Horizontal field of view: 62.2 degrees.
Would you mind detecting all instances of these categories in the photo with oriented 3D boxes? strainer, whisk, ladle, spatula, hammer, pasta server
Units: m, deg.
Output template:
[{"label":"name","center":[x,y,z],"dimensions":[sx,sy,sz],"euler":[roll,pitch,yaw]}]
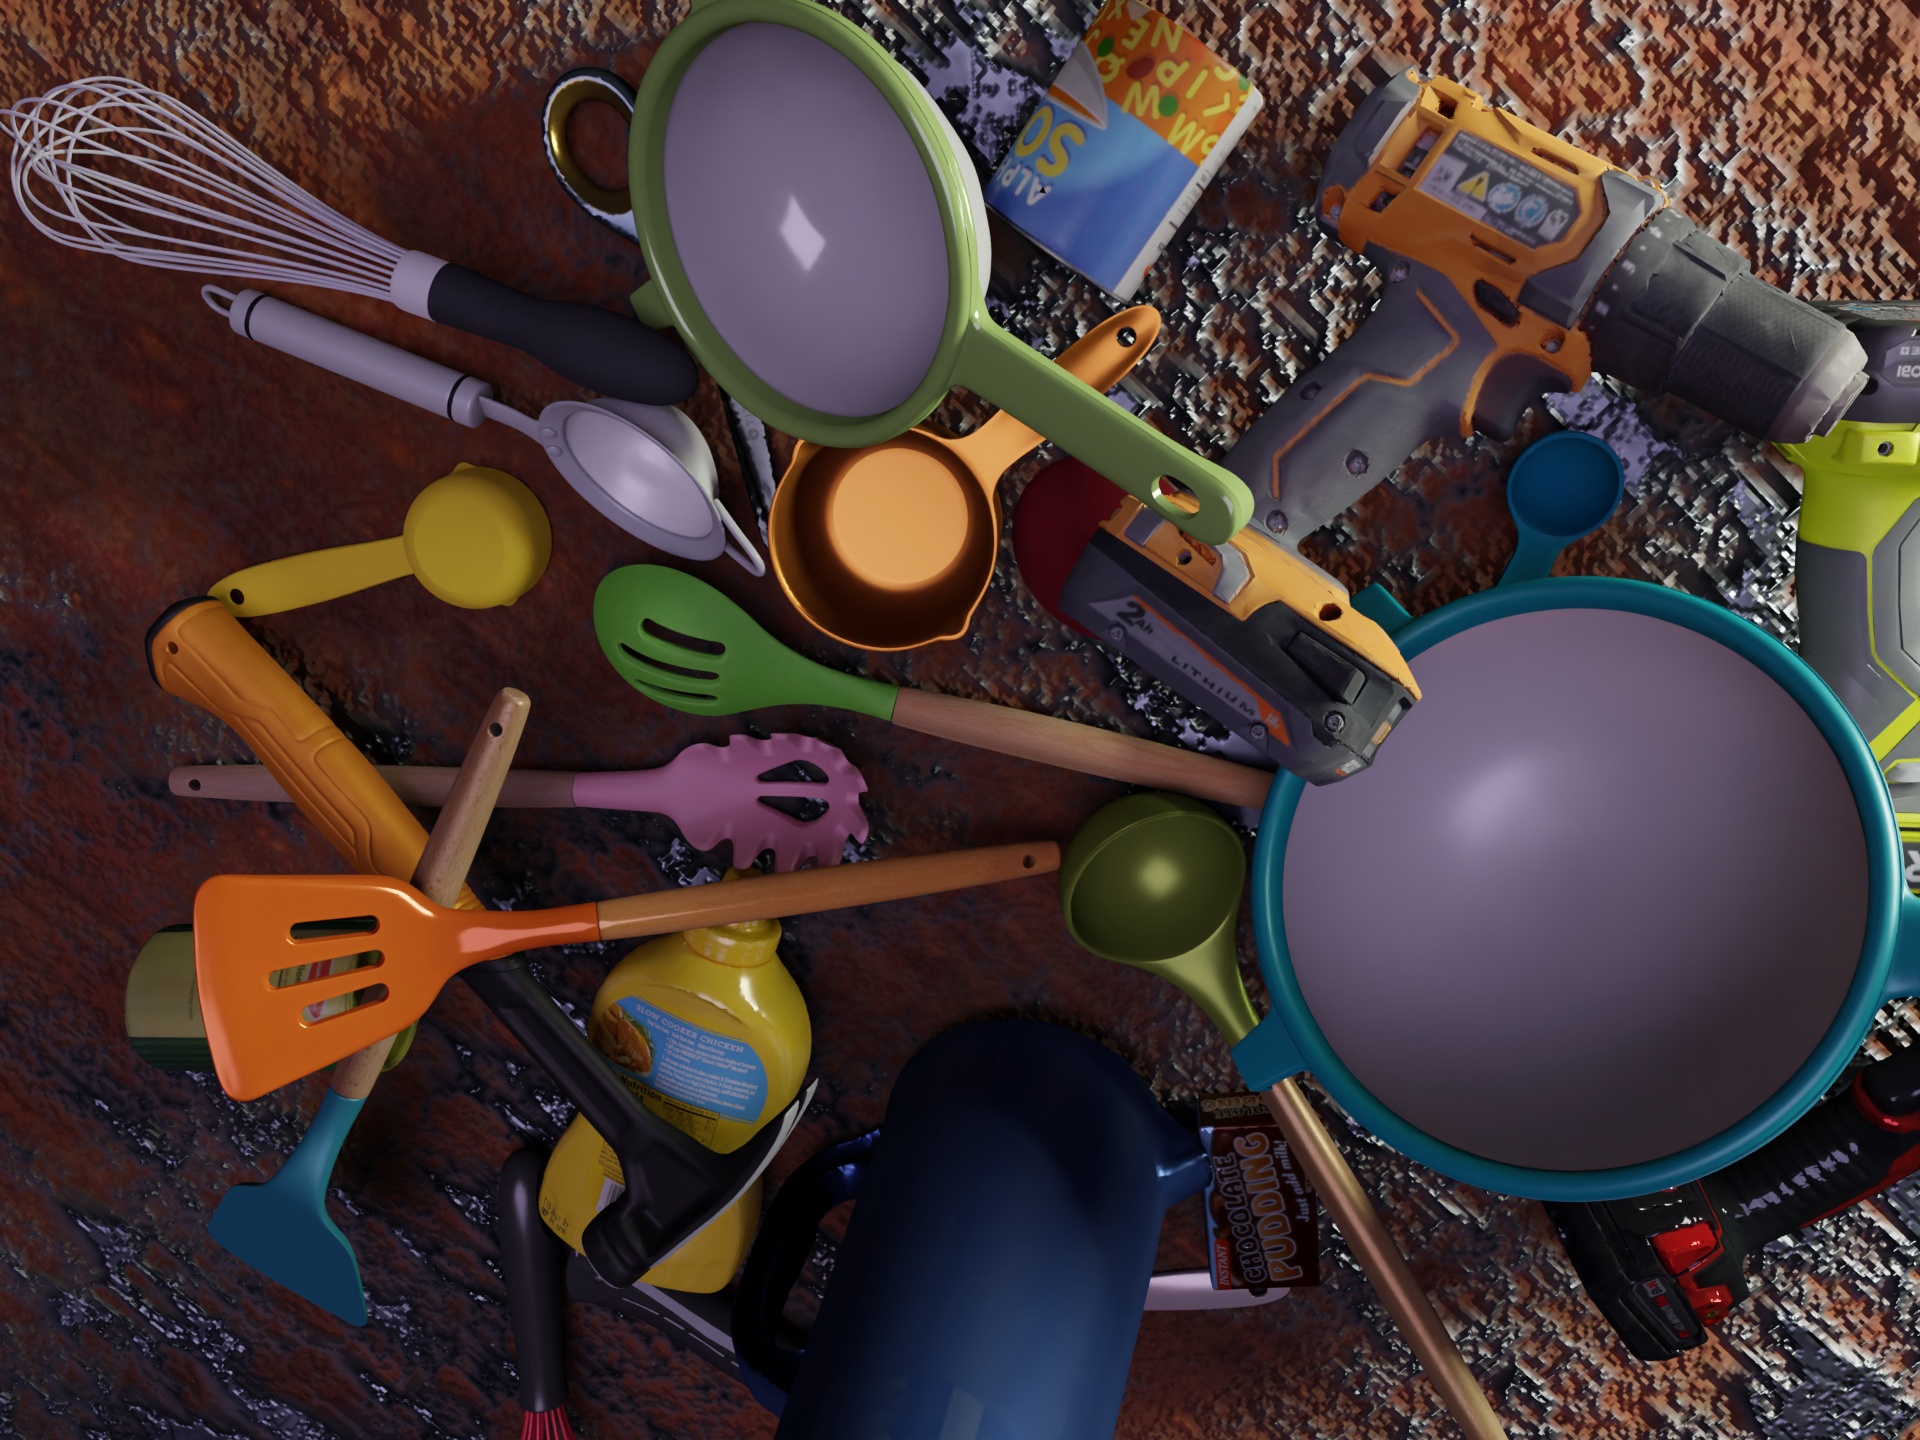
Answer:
[{"label":"strainer","center":[0.001,-0.146,0.539],"dimensions":[0.256,0.069,0.151],"euler":[37,137,14]},{"label":"whisk","center":[-0.199,0.343,0.764],"dimensions":[0.073,0.073,0.295],"euler":[0,102,6]},{"label":"ladle","center":[0.151,0.004,0.636],"dimensions":[0.315,0.031,0.069],"euler":[37,107,-7]},{"label":"strainer","center":[0.268,0.071,0.527],"dimensions":[0.340,0.095,0.211],"euler":[10,80,37]},{"label":"whisk","center":[-0.229,-0.173,0.591],"dimensions":[0.284,0.070,0.070],"euler":[21,108,5]},{"label":"spatula","center":[-0.234,0.122,0.644],"dimensions":[0.082,0.044,0.317],"euler":[29,106,4]},{"label":"hammer","center":[-0.041,0.330,0.753],"dimensions":[0.334,0.035,0.146],"euler":[34,108,-4]},{"label":"ladle","center":[0.141,0.171,0.642],"dimensions":[0.078,0.062,0.320],"euler":[-31,90,6]},{"label":"strainer","center":[-0.184,-0.125,0.625],"dimensions":[0.258,0.086,0.050],"euler":[22,65,5]},{"label":"hammer","center":[-0.208,0.075,0.653],"dimensions":[0.337,0.034,0.127],"euler":[47,112,2]},{"label":"spatula","center":[-0.113,0.075,0.608],"dimensions":[0.322,0.041,0.081],"euler":[-7,93,-14]},{"label":"pasta server","center":[-0.191,0.030,0.676],"dimensions":[0.316,0.040,0.060],"euler":[1,99,7]}]

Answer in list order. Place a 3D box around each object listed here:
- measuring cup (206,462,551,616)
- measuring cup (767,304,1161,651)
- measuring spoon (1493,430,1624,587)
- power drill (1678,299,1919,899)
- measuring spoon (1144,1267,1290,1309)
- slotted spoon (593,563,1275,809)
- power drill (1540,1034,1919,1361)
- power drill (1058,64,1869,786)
[{"label":"measuring cup","center":[-0.246,-0.063,0.656],"dimensions":[0.156,0.029,0.062],"euler":[-12,105,9]},{"label":"measuring cup","center":[0.006,-0.100,0.607],"dimensions":[0.173,0.052,0.095],"euler":[-38,100,14]},{"label":"measuring spoon","center":[0.215,-0.054,0.618],"dimensions":[0.042,0.021,0.128],"euler":[16,117,0]},{"label":"power drill","center":[0.358,-0.034,0.576],"dimensions":[0.171,0.080,0.223],"euler":[2,111,7]},{"label":"measuring spoon","center":[0.089,0.266,0.727],"dimensions":[0.124,0.018,0.034],"euler":[-7,106,8]},{"label":"slotted spoon","center":[-0.001,-0.002,0.648],"dimensions":[0.313,0.031,0.070],"euler":[14,131,0]},{"label":"power drill","center":[0.329,0.144,0.597],"dimensions":[0.226,0.080,0.187],"euler":[-29,134,13]},{"label":"power drill","center":[0.163,-0.085,0.538],"dimensions":[0.185,0.084,0.226],"euler":[37,97,20]}]
